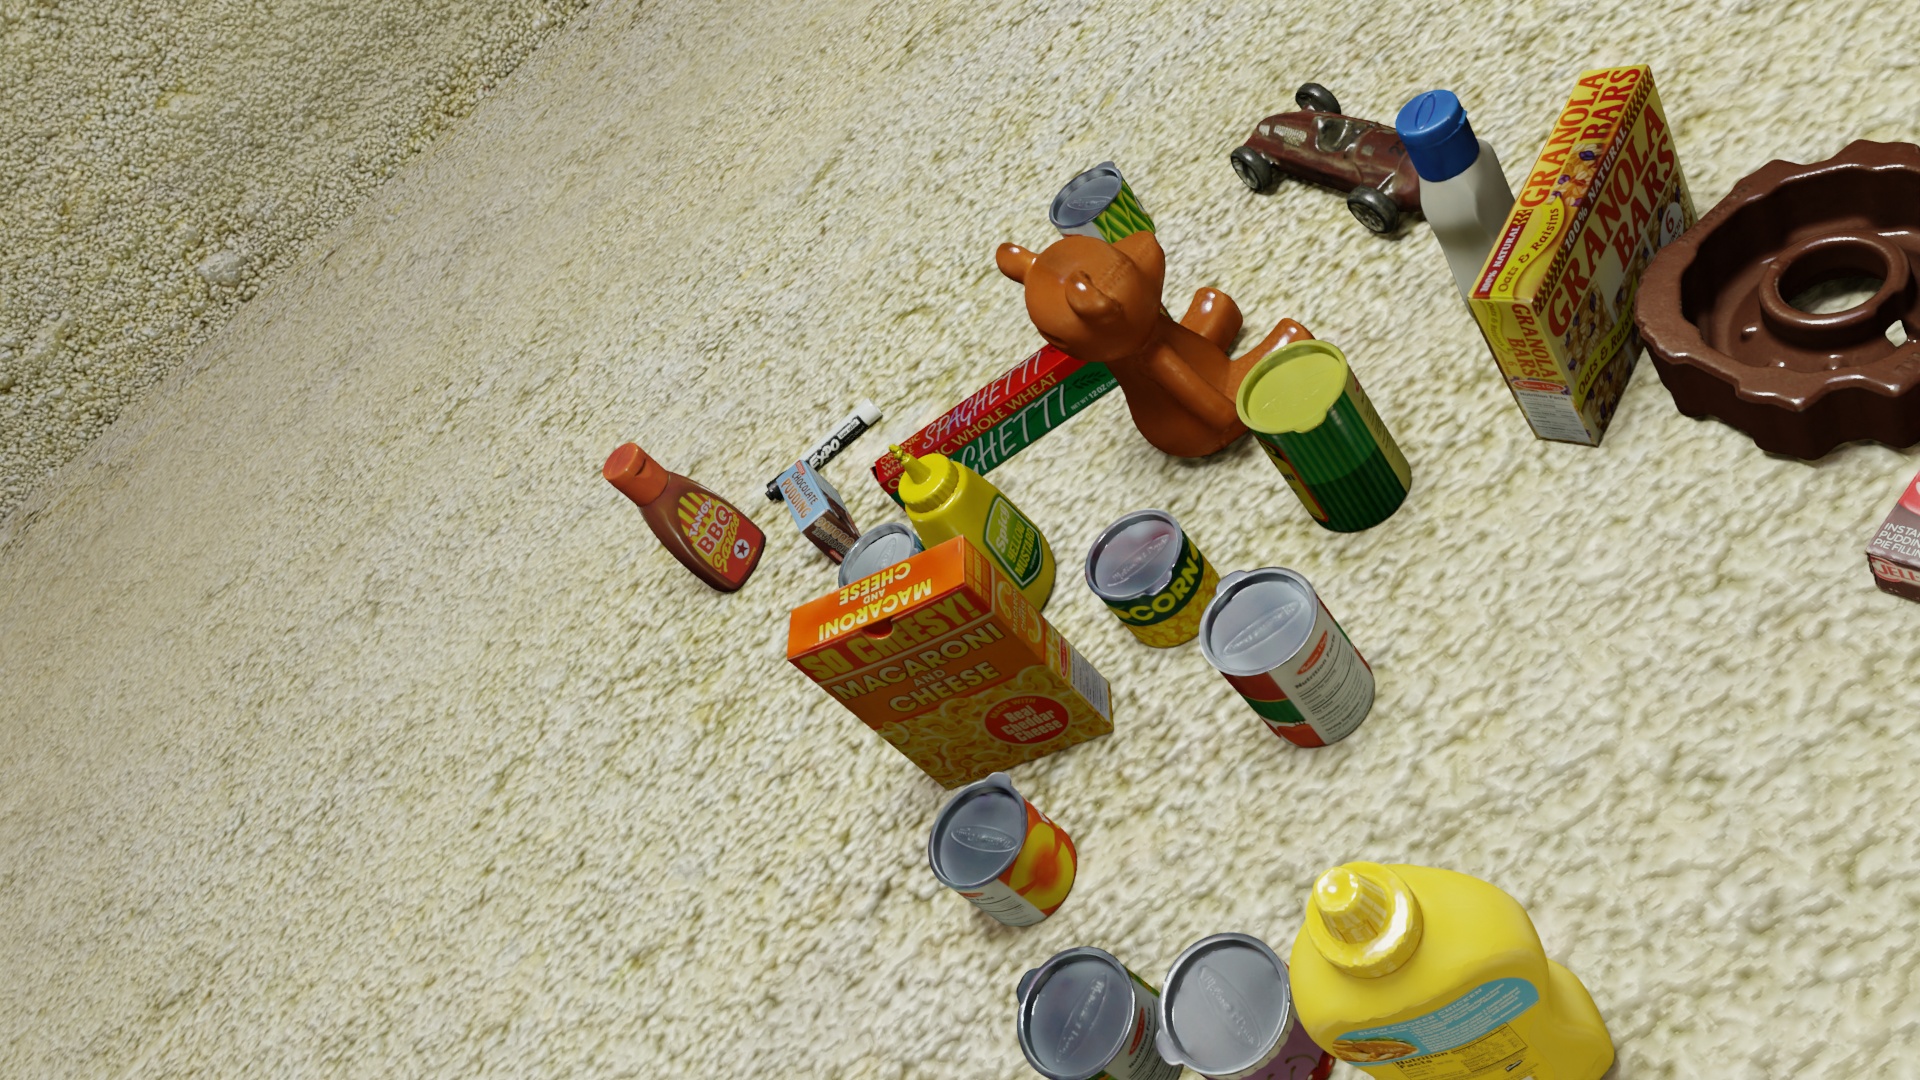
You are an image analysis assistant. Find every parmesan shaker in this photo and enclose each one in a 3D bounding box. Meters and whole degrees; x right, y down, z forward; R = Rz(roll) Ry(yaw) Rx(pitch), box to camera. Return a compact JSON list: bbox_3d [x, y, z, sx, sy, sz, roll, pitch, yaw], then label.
[{"bbox_3d":[0.213,-0.057,0.805,0.071,0.103,0.072,-24,43,24],"label":"parmesan shaker"}]

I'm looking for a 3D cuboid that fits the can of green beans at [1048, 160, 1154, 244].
[{"bbox_3d":[0.113,-0.254,1.106,0.071,0.057,0.071,-24,43,24],"label":"can of green beans"}]

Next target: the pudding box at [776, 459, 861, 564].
[{"bbox_3d":[-0.112,-0.024,1.102,0.030,0.049,0.084,-40,39,6],"label":"pudding box"}]

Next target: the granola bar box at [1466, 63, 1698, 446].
[{"bbox_3d":[0.344,-0.155,0.761,0.039,0.124,0.166,12,65,47],"label":"granola bar box"}]

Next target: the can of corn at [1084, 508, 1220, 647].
[{"bbox_3d":[0.120,0.025,0.849,0.071,0.058,0.071,-24,43,24],"label":"can of corn"}]

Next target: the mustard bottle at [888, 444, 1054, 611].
[{"bbox_3d":[0.003,-0.011,0.902,0.048,0.160,0.065,-10,50,36],"label":"mustard bottle"}]

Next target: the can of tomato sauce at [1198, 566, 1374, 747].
[{"bbox_3d":[0.175,0.063,0.747,0.071,0.083,0.071,-24,43,24],"label":"can of tomato sauce"}]

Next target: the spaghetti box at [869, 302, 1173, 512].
[{"bbox_3d":[0.047,-0.101,1.032,0.249,0.050,0.029,-33,40,13],"label":"spaghetti box"}]

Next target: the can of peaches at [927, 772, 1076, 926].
[{"bbox_3d":[0.026,0.177,0.795,0.071,0.058,0.071,-24,43,24],"label":"can of peaches"}]

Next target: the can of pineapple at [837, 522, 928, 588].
[{"bbox_3d":[-0.043,0.030,0.987,0.071,0.057,0.071,-24,43,24],"label":"can of pineapple"}]

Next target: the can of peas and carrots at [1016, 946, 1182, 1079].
[{"bbox_3d":[0.069,0.245,0.695,0.071,0.058,0.071,-24,43,24],"label":"can of peas and carrots"}]

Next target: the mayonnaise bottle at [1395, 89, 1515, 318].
[{"bbox_3d":[0.300,-0.199,0.821,0.041,0.147,0.065,0,56,41],"label":"mayonnaise bottle"}]

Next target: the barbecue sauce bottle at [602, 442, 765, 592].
[{"bbox_3d":[-0.224,-0.021,1.119,0.043,0.148,0.065,0,57,42],"label":"barbecue sauce bottle"}]

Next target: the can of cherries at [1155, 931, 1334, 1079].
[{"bbox_3d":[0.133,0.228,0.654,0.071,0.058,0.072,-24,43,24],"label":"can of cherries"}]

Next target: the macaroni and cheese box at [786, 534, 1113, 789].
[{"bbox_3d":[-0.003,0.078,0.822,0.123,0.166,0.040,-24,43,24],"label":"macaroni and cheese box"}]
